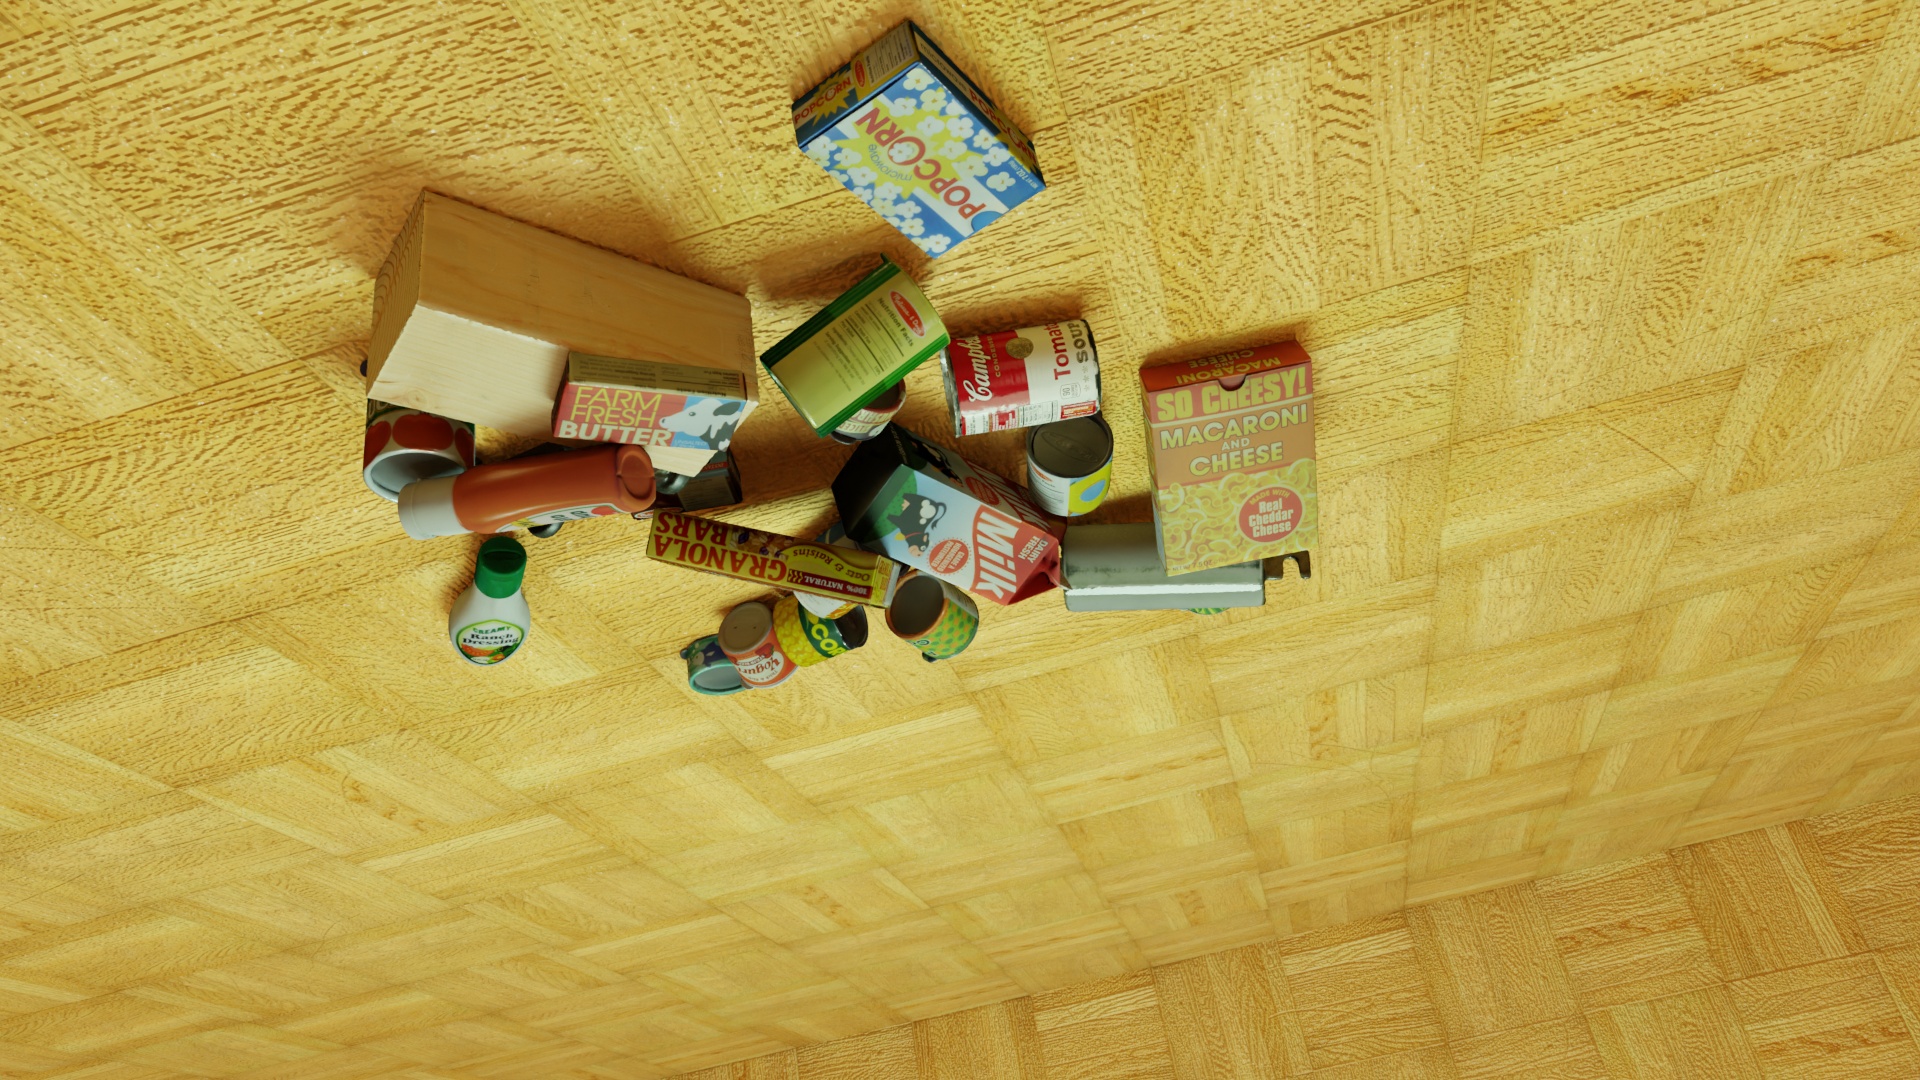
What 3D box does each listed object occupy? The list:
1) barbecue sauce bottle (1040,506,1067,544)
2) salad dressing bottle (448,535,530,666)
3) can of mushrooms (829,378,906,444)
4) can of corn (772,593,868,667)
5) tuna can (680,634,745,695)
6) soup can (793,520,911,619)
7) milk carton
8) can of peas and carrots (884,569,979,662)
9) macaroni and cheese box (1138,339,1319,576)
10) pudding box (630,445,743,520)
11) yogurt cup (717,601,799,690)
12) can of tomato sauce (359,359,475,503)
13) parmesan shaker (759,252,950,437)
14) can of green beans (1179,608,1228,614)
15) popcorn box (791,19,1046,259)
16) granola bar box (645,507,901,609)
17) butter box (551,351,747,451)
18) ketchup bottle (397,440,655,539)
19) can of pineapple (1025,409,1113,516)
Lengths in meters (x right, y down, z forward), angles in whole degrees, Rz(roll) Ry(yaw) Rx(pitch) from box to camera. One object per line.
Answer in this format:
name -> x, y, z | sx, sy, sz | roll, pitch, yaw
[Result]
barbecue sauce bottle -> 0.010, -0.014, 1.140 | 0.149, 0.044, 0.064 | 7, 140, -26
salad dressing bottle -> -0.377, 0.049, 1.120 | 0.064, 0.044, 0.147 | 2, 147, -23
can of mushrooms -> -0.072, -0.101, 0.938 | 0.071, 0.071, 0.033 | 11, 142, -32
can of corn -> -0.123, 0.074, 1.217 | 0.058, 0.071, 0.071 | -22, 148, 20
tuna can -> -0.224, 0.117, 1.294 | 0.071, 0.033, 0.070 | -9, 150, -5
soup can -> -0.089, 0.017, 1.140 | 0.071, 0.071, 0.083 | 19, 139, -41
milk carton -> 0.004, -0.013, 1.060 | 0.190, 0.072, 0.073 | 24, 114, -31
can of peas and carrots -> -0.027, 0.068, 1.240 | 0.071, 0.071, 0.058 | -24, 147, 21
macaroni and cheese box -> 0.207, -0.060, 1.059 | 0.124, 0.040, 0.165 | -11, 122, 0
pudding box -> -0.208, -0.045, 1.029 | 0.084, 0.030, 0.049 | -10, 151, -1
yogurt cup -> -0.179, 0.090, 1.235 | 0.072, 0.073, 0.053 | -19, 141, 13
can of tomato sauce -> -0.345, -0.073, 0.883 | 0.071, 0.083, 0.071 | -8, 150, -5
parmesan shaker -> -0.069, -0.122, 0.874 | 0.103, 0.071, 0.071 | -38, 149, -5
can of green beans -> 0.221, 0.026, 1.252 | 0.071, 0.071, 0.057 | -15, 149, 8
popcorn box -> -0.022, -0.222, 0.783 | 0.085, 0.038, 0.126 | -28, 145, 25
granola bar box -> -0.134, 0.016, 1.028 | 0.166, 0.039, 0.124 | 12, 177, 5
butter box -> -0.181, -0.080, 0.806 | 0.104, 0.024, 0.052 | 3, 145, -24
ketchup bottle -> -0.266, -0.029, 0.845 | 0.149, 0.043, 0.065 | -8, 179, 9
can of pineapple -> 0.085, -0.061, 1.063 | 0.071, 0.071, 0.057 | -9, 150, -3
